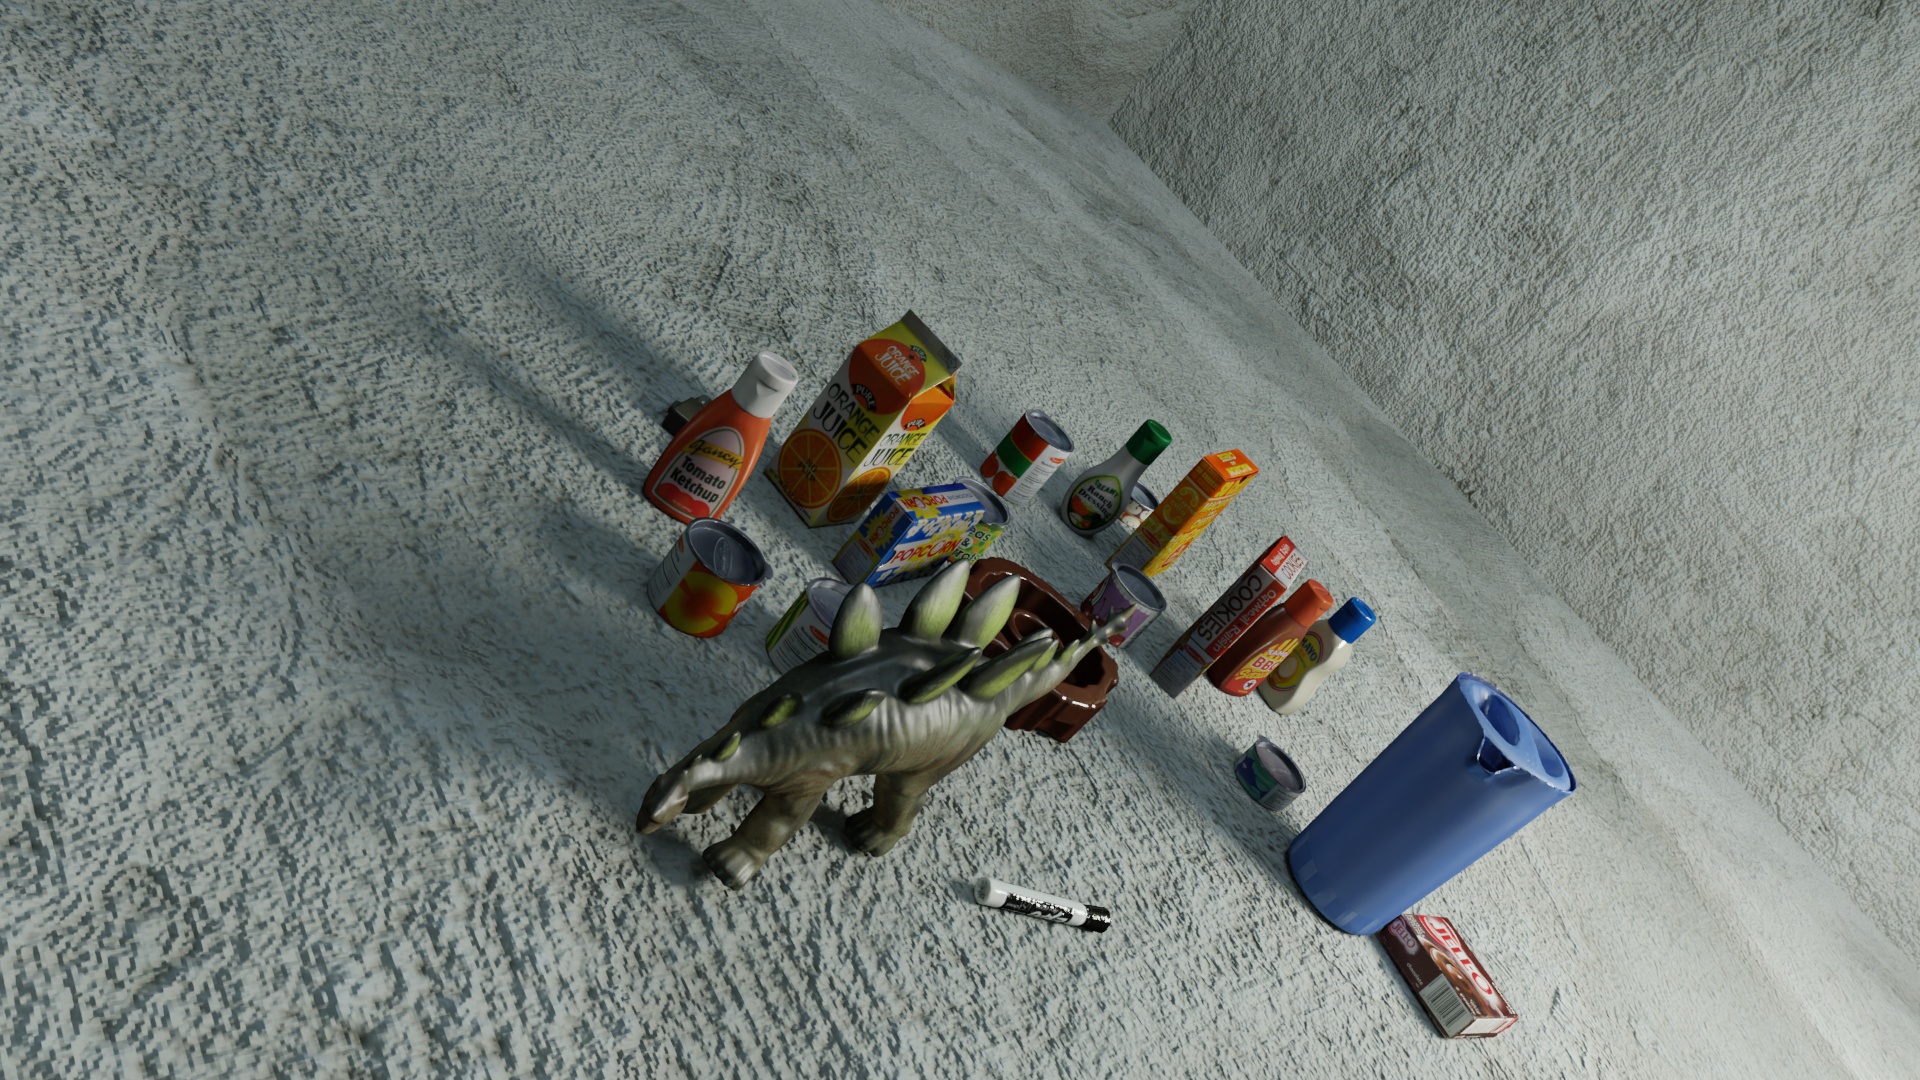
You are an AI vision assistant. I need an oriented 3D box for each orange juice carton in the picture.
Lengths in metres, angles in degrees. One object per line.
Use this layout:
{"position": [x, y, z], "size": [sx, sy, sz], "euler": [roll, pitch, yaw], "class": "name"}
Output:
{"position": [-0.076, -0.103, 1.185], "size": [0.072, 0.192, 0.073], "euler": [49, 26, 18], "class": "orange juice carton"}

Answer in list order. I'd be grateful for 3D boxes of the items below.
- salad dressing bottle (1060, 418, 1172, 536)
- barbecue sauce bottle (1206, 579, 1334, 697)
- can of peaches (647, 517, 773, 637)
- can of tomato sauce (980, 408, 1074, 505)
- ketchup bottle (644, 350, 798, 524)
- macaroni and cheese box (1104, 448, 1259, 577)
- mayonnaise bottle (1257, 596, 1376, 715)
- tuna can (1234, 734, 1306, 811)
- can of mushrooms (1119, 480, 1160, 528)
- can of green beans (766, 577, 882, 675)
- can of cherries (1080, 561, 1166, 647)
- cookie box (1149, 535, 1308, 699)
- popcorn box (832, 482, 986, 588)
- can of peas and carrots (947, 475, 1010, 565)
{"position": [0.171, -0.070, 1.526], "size": [0.064, 0.147, 0.044], "euler": [41, 25, 0], "class": "salad dressing bottle"}
{"position": [0.329, 0.102, 1.463], "size": [0.065, 0.148, 0.044], "euler": [15, 35, -43], "class": "barbecue sauce bottle"}
{"position": [-0.178, 0.028, 0.988], "size": [0.071, 0.058, 0.071], "euler": [32, 26, -18], "class": "can of peaches"}
{"position": [0.070, -0.091, 1.496], "size": [0.071, 0.082, 0.071], "euler": [32, 26, -18], "class": "can of tomato sauce"}
{"position": [-0.178, -0.079, 1.055], "size": [0.064, 0.148, 0.044], "euler": [33, 26, -16], "class": "ketchup bottle"}
{"position": [0.248, -0.026, 1.539], "size": [0.040, 0.165, 0.124], "euler": [48, 26, 15], "class": "macaroni and cheese box"}
{"position": [0.387, 0.123, 1.512], "size": [0.041, 0.147, 0.065], "euler": [19, 32, -39], "class": "mayonnaise bottle"}
{"position": [0.301, 0.228, 1.357], "size": [0.071, 0.032, 0.071], "euler": [32, 26, -18], "class": "tuna can"}
{"position": [0.204, -0.048, 1.670], "size": [0.071, 0.033, 0.071], "euler": [32, 26, -18], "class": "can of mushrooms"}
{"position": [-0.101, 0.070, 1.026], "size": [0.071, 0.057, 0.071], "euler": [32, 26, -18], "class": "can of green beans"}
{"position": [0.162, 0.064, 1.401], "size": [0.071, 0.058, 0.072], "euler": [32, 26, -18], "class": "can of cherries"}
{"position": [0.273, 0.075, 1.408], "size": [0.040, 0.166, 0.123], "euler": [44, 25, 7], "class": "cookie box"}
{"position": [-0.042, -0.005, 1.198], "size": [0.038, 0.085, 0.127], "euler": [49, 26, 17], "class": "popcorn box"}
{"position": [0.005, -0.016, 1.313], "size": [0.071, 0.058, 0.071], "euler": [32, 26, -18], "class": "can of peas and carrots"}
